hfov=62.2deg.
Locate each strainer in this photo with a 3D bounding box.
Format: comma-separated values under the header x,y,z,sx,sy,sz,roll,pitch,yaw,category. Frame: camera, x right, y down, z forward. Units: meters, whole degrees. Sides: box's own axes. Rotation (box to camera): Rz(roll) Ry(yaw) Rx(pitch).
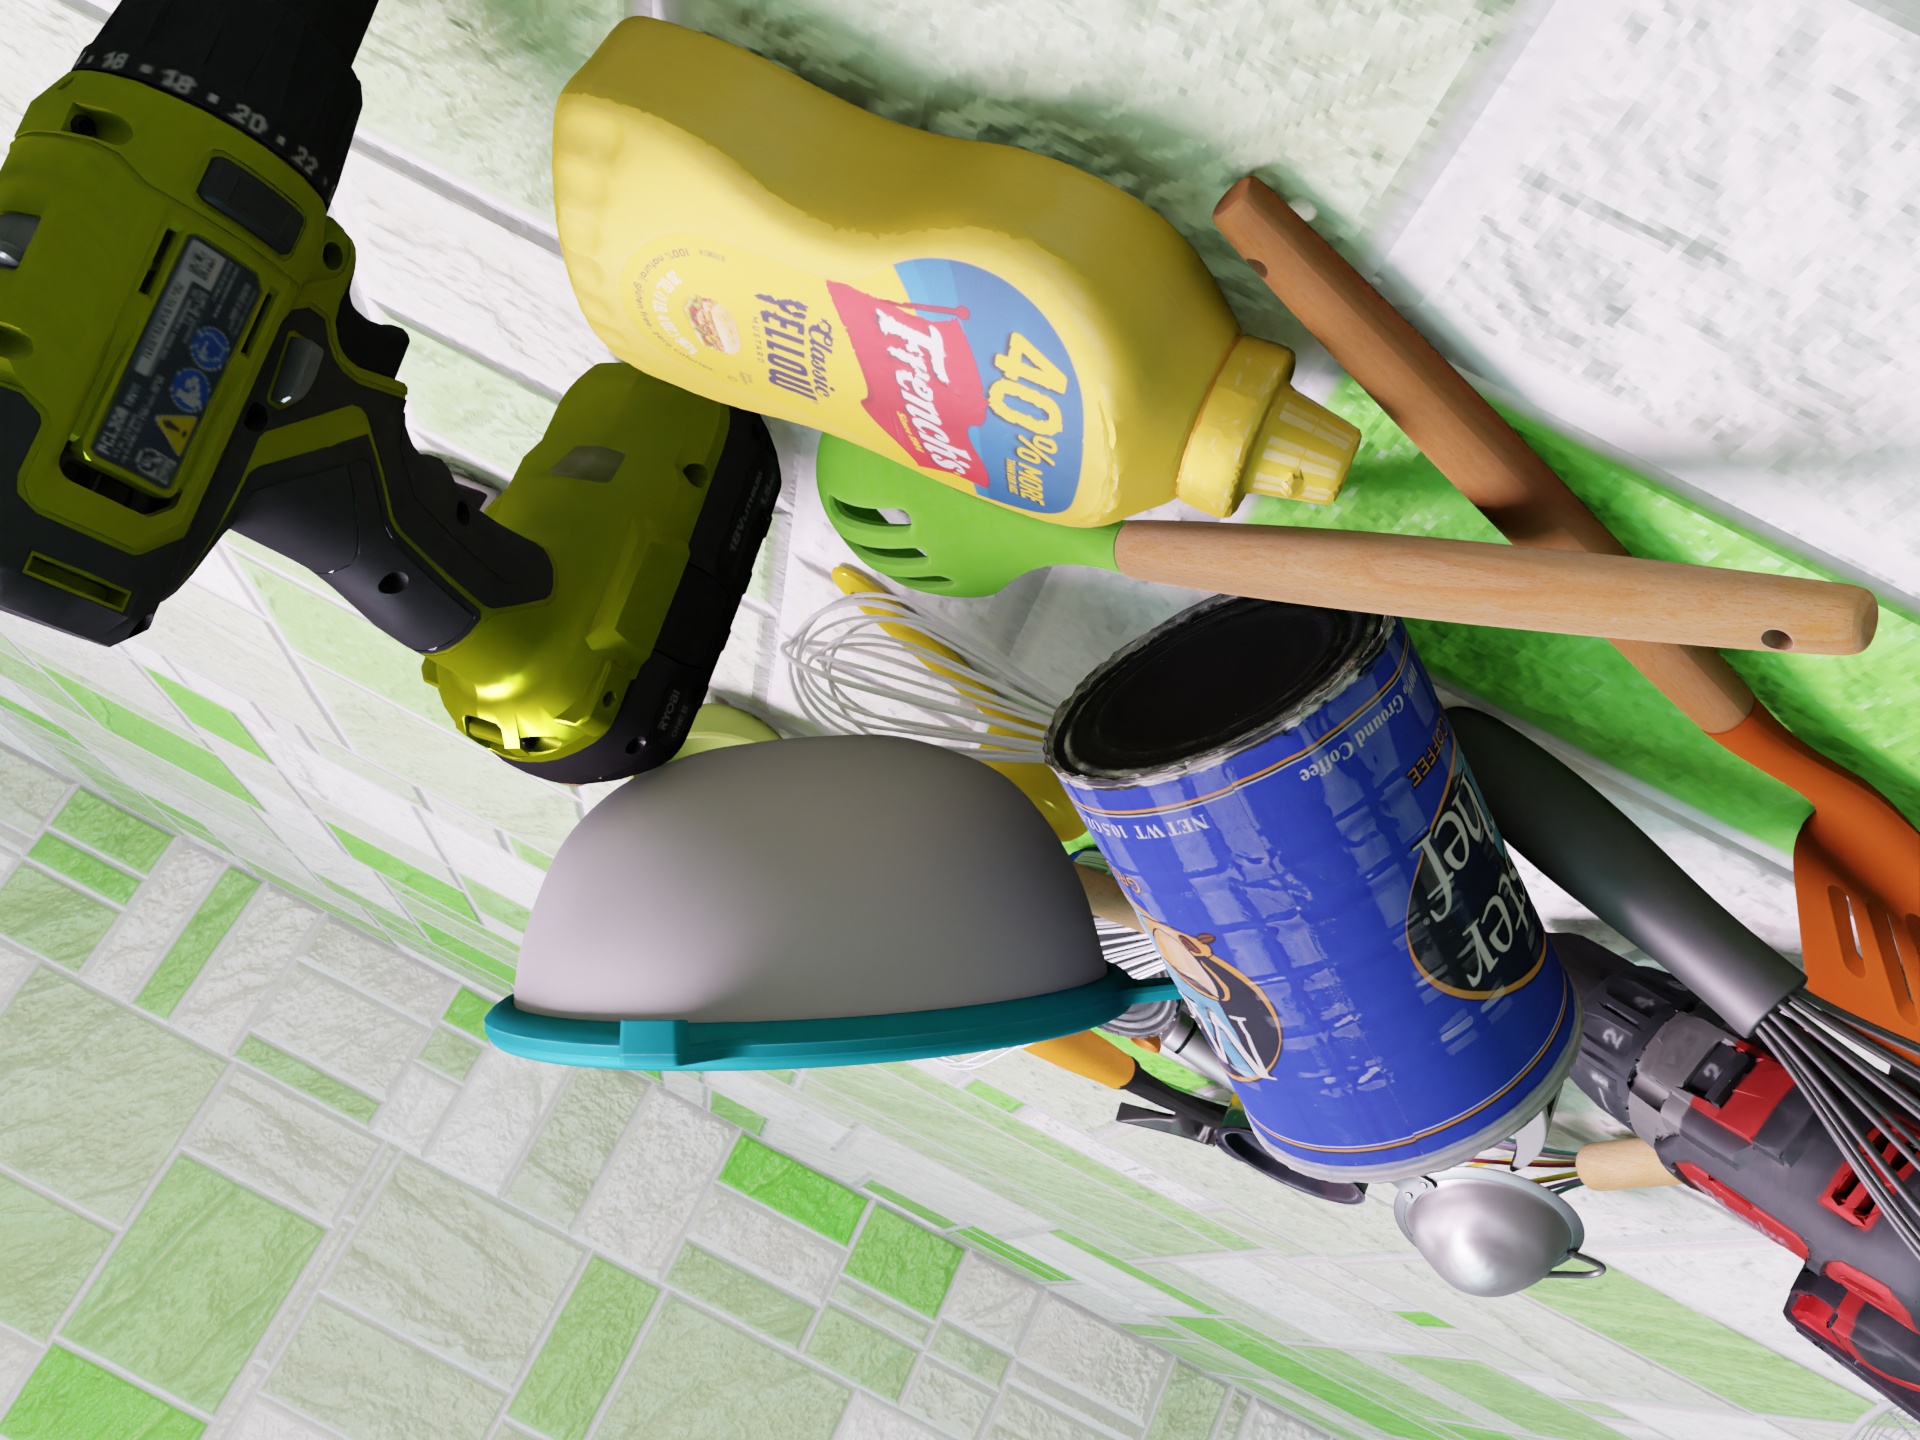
x,y,z,sx,sy,sz,roll,pitch,yaw,category
0.190,0.207,0.749,0.258,0.050,0.086,33,134,2,strainer
-0.083,0.055,0.583,0.211,0.095,0.340,-1,178,-32,strainer

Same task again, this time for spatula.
x,y,z,sx,sy,sz,roll,pitch,yaw,category
0.169,-0.009,0.390,0.322,0.041,0.081,38,178,-21,spatula

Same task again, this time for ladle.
x,y,z,sx,sy,sz,roll,pitch,yaw,category
-0.031,0.052,0.688,0.320,0.062,0.078,18,160,42,ladle

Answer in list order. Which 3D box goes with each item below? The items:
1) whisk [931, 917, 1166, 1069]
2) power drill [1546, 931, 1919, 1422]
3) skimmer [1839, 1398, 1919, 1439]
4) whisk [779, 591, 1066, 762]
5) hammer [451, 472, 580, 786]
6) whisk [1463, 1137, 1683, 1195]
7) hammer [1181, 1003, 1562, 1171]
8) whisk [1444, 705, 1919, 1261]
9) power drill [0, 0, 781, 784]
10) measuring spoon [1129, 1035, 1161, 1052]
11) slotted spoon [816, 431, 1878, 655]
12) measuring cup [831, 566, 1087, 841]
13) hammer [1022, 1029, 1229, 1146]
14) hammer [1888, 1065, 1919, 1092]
x,y,z,sx,sy,sz,roll,pitch,yaw,category
0.072,0.090,0.639,0.284,0.070,0.070,-22,130,39,whisk
0.293,0.160,0.540,0.226,0.080,0.188,39,179,-31,power drill
0.454,0.323,0.734,0.127,0.090,0.362,-21,134,19,skimmer
0.052,0.009,0.555,0.246,0.057,0.059,17,-167,9,whisk
-0.226,-0.034,0.811,0.130,0.031,0.331,25,158,5,hammer
0.288,0.211,0.754,0.047,0.051,0.245,11,158,-16,whisk
0.126,0.138,0.778,0.335,0.035,0.146,9,151,39,hammer
0.212,0.073,0.415,0.239,0.055,0.055,47,170,32,whisk
-0.148,-0.089,0.433,0.080,0.190,0.228,14,169,31,power drill
0.083,0.157,0.909,0.021,0.011,0.116,3,144,47,measuring spoon
0.063,-0.044,0.410,0.314,0.031,0.070,13,150,45,slotted spoon
-0.001,-0.002,0.621,0.156,0.029,0.062,42,154,-30,measuring cup
0.073,0.187,0.884,0.127,0.034,0.336,9,160,39,hammer
0.286,0.043,0.353,0.128,0.033,0.330,36,165,41,hammer
